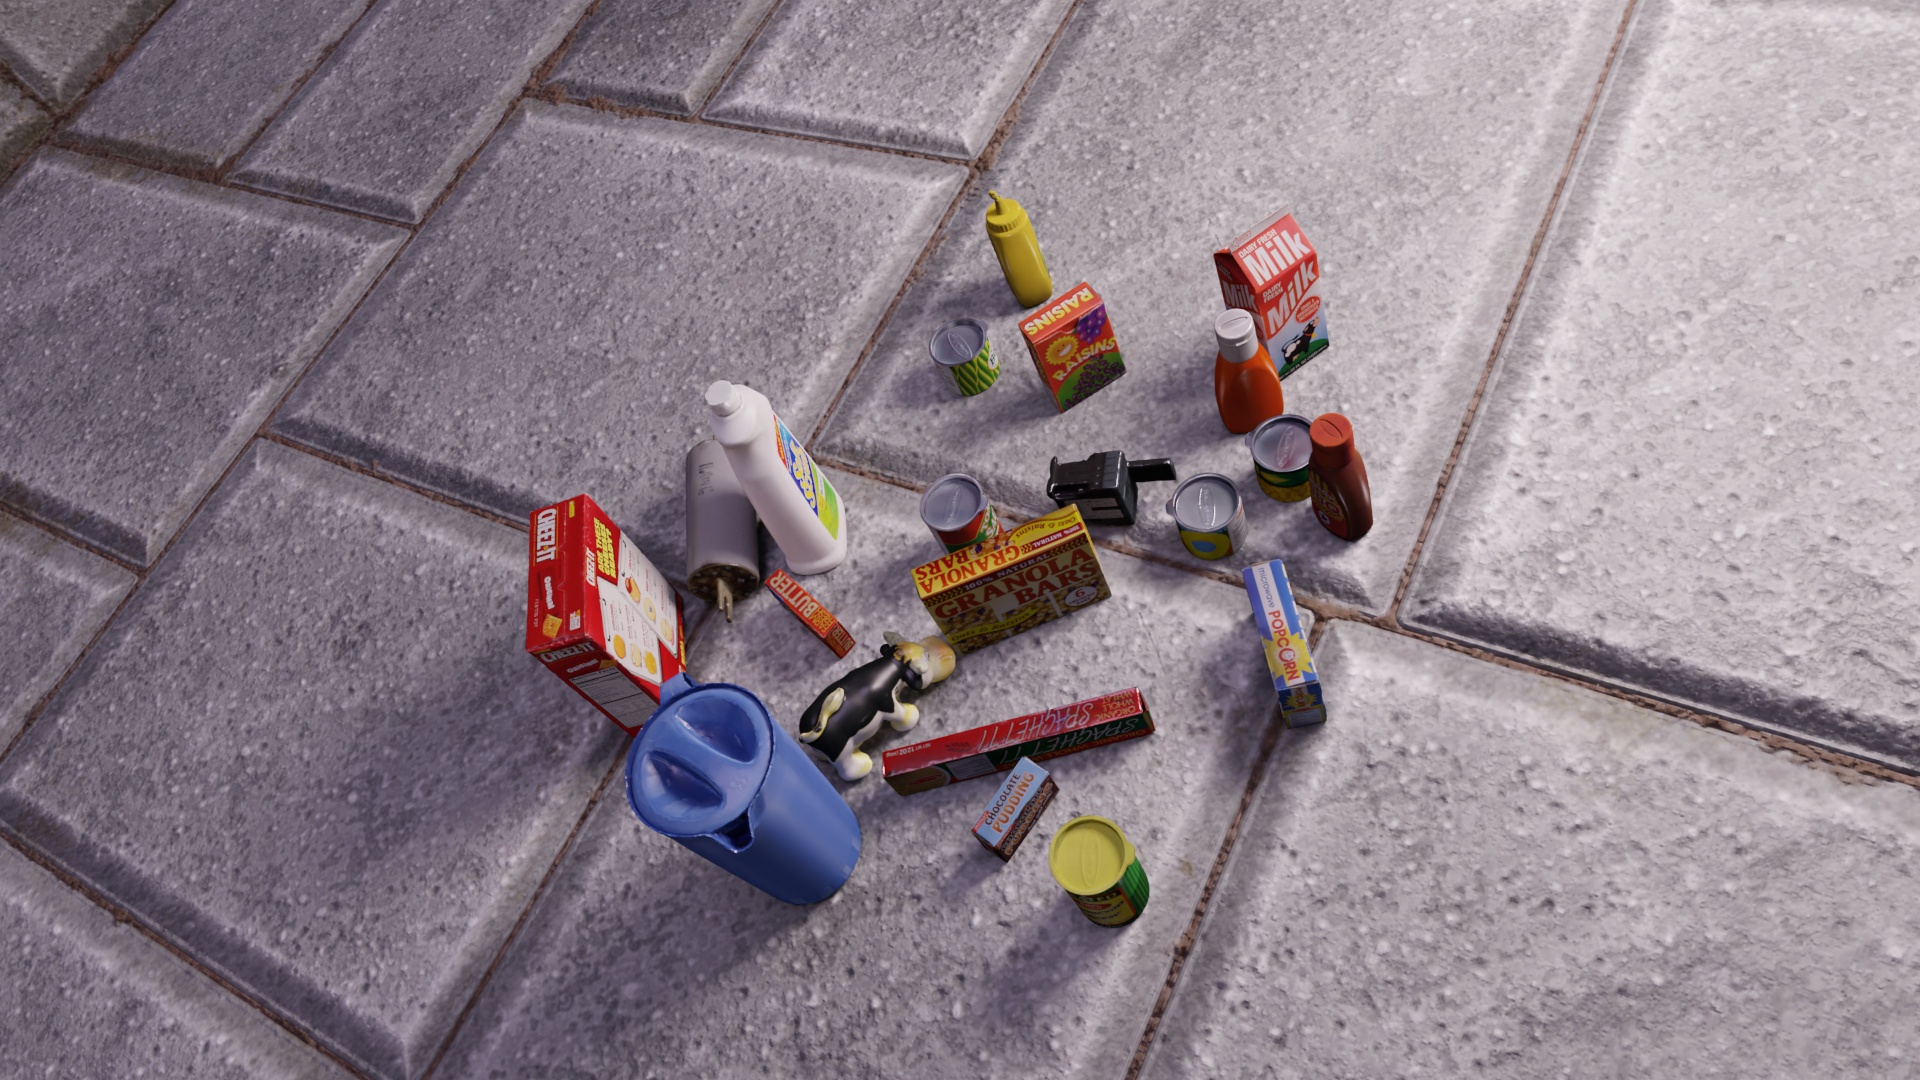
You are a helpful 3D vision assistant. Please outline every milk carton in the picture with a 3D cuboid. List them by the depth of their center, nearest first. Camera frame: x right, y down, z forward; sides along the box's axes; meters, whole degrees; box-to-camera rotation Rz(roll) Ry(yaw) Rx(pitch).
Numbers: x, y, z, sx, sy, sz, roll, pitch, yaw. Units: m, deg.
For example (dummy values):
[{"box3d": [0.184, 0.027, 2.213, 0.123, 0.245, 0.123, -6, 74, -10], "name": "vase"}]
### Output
[{"box3d": [0.306, -0.249, 1.370, 0.072, 0.189, 0.074, -35, 55, -3], "name": "milk carton"}]

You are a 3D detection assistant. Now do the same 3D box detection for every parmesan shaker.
[{"box3d": [0.120, 0.278, 1.159, 0.071, 0.102, 0.071, -9, 57, 14], "name": "parmesan shaker"}]

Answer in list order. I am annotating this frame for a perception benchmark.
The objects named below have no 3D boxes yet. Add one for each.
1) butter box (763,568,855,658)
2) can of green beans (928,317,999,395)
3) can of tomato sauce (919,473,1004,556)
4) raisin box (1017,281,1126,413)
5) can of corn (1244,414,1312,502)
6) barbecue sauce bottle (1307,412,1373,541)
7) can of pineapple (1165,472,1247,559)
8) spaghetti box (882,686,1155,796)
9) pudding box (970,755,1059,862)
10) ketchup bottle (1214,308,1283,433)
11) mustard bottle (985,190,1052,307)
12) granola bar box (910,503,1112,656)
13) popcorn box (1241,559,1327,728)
[{"box3d": [-0.153, 0.074, 1.414, 0.024, 0.053, 0.104, -45, 56, -11], "name": "butter box"}, {"box3d": [0.005, -0.201, 1.528, 0.071, 0.057, 0.071, -9, 57, 14], "name": "can of green beans"}, {"box3d": [0.005, -0.018, 1.397, 0.071, 0.082, 0.071, -9, 57, 14], "name": "can of tomato sauce"}, {"box3d": [0.118, -0.199, 1.447, 0.086, 0.123, 0.040, -32, 54, -1], "name": "raisin box"}, {"box3d": [0.314, -0.079, 1.342, 0.071, 0.058, 0.071, -9, 57, 14], "name": "can of corn"}, {"box3d": [0.343, -0.060, 1.264, 0.044, 0.148, 0.065, -36, 55, -4], "name": "barbecue sauce bottle"}, {"box3d": [0.238, -0.023, 1.334, 0.071, 0.057, 0.071, -9, 57, 14], "name": "can of pineapple"}, {"box3d": [0.053, 0.185, 1.273, 0.250, 0.050, 0.029, -16, 56, 10], "name": "spaghetti box"}, {"box3d": [0.049, 0.240, 1.241, 0.030, 0.049, 0.084, 29, 72, 31], "name": "pudding box"}, {"box3d": [0.276, -0.165, 1.353, 0.065, 0.148, 0.044, -22, 55, 6], "name": "ketchup bottle"}, {"box3d": [0.060, -0.326, 1.524, 0.049, 0.159, 0.065, -24, 55, 5], "name": "mustard bottle"}, {"box3d": [0.051, 0.041, 1.319, 0.165, 0.123, 0.039, -22, 55, 5], "name": "granola bar box"}, {"box3d": [0.286, 0.091, 1.228, 0.038, 0.085, 0.127, -16, 56, 10], "name": "popcorn box"}]
